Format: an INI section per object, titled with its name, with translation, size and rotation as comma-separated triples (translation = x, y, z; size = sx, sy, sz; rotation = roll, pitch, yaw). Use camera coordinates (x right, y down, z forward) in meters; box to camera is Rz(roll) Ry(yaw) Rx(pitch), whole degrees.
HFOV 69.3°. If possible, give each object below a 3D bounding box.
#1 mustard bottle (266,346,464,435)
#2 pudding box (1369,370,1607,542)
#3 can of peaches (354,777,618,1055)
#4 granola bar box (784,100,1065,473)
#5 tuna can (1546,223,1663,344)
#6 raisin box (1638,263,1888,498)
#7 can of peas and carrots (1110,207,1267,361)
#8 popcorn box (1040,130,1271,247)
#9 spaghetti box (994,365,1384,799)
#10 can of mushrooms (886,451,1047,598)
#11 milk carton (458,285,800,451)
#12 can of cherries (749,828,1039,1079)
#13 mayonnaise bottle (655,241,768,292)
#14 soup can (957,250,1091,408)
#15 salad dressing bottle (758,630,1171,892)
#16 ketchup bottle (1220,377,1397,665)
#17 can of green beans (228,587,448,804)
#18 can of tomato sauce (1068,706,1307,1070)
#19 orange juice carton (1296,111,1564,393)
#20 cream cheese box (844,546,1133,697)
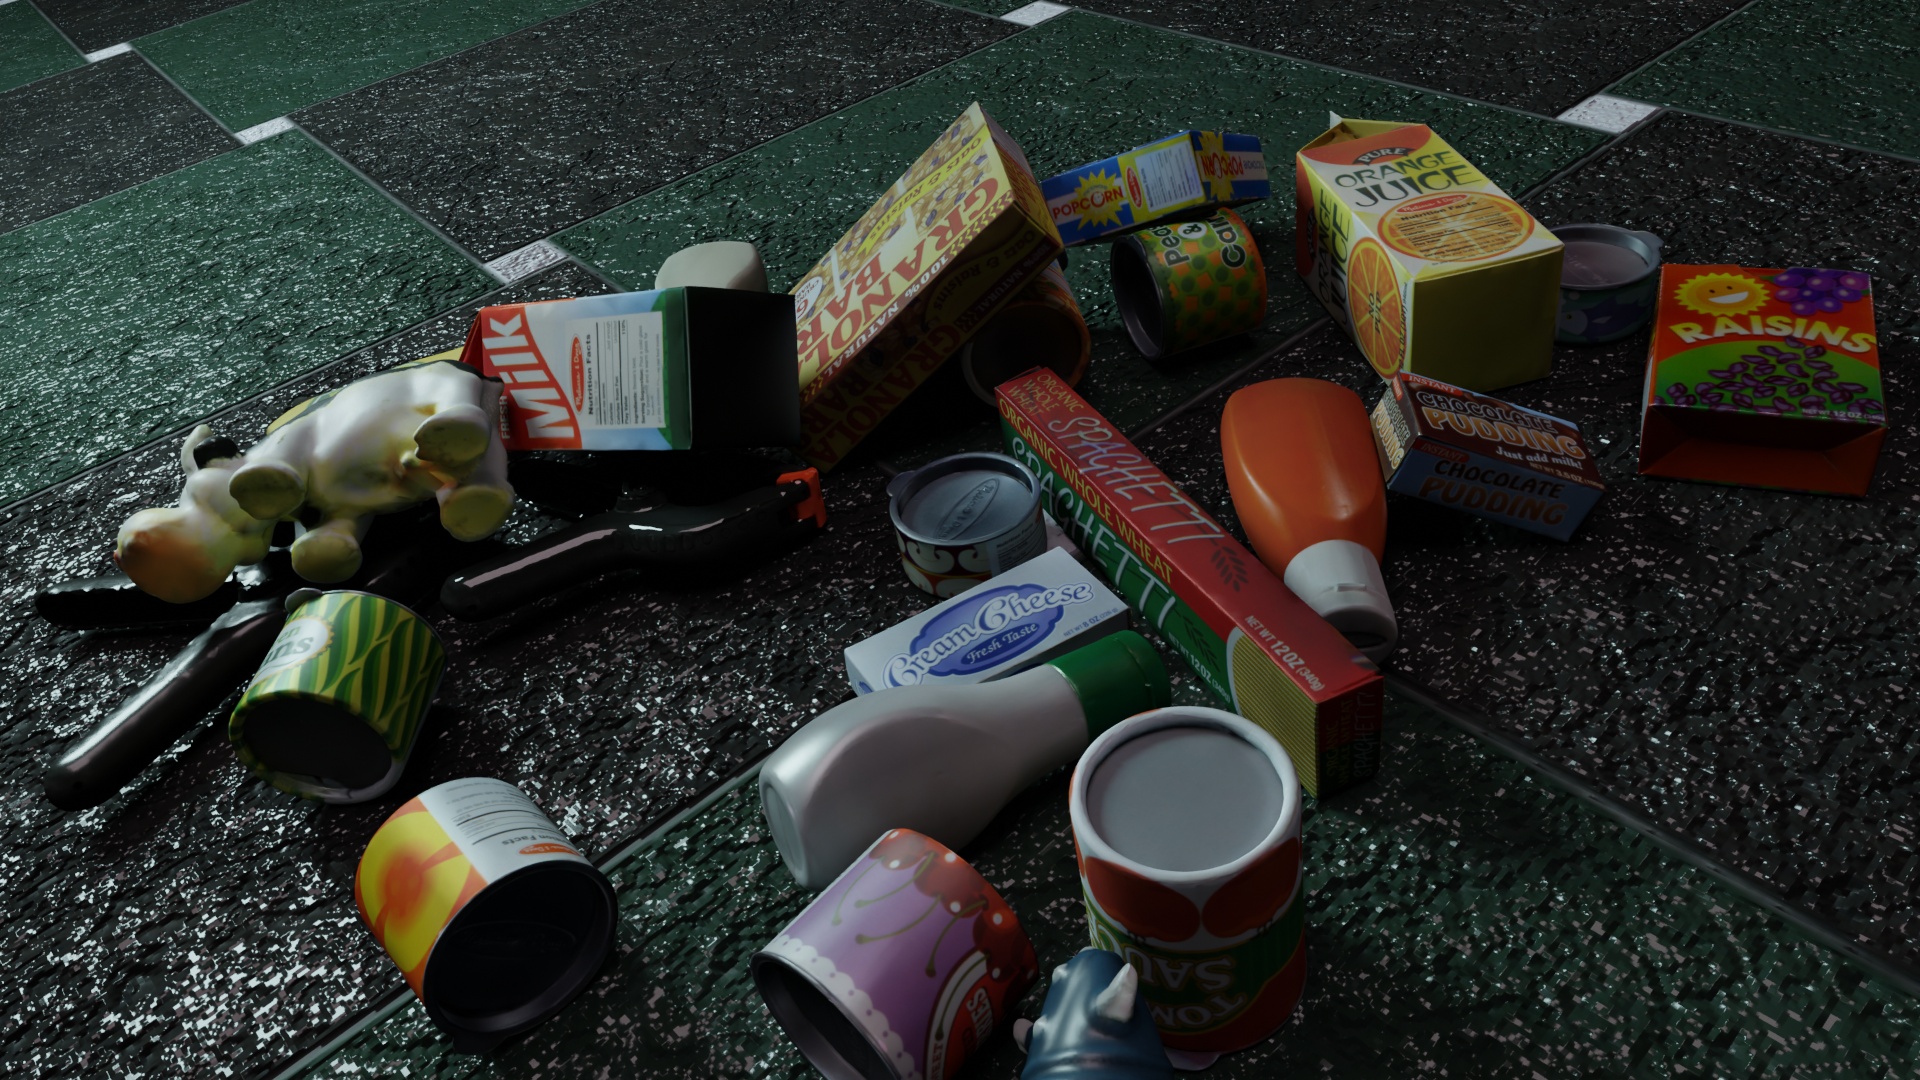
[mustard bottle]
translation = -0.286, -0.072, 0.752
size = 0.161, 0.048, 0.065
rotation = -29, 43, -21
[pudding box]
translation = 0.214, -0.035, 0.567
size = 0.084, 0.030, 0.050
rotation = 16, 39, -7
[can of peaches]
translation = -0.159, 0.123, 0.461
size = 0.071, 0.071, 0.058
rotation = -35, 43, -27
[granola bar box]
translation = -0.029, -0.127, 0.695
size = 0.165, 0.039, 0.125
rotation = -41, 33, 21
[tuna can]
translation = 0.308, -0.127, 0.683
size = 0.071, 0.032, 0.071
rotation = -7, 38, 6
[raisin box]
translation = 0.344, -0.074, 0.601
size = 0.086, 0.040, 0.124
rotation = 8, 41, 24
[can of peas and carrots]
translation = 0.116, -0.133, 0.709
size = 0.059, 0.070, 0.071
rotation = -18, 38, -10
[popcorn box]
translation = 0.110, -0.191, 0.754
size = 0.085, 0.038, 0.127
rotation = -11, 8, 29
[spaghetti box]
translation = 0.080, 0.004, 0.561
size = 0.029, 0.050, 0.251
rotation = -22, 39, -14
[can of mushrooms]
translation = 0.002, -0.008, 0.610
size = 0.071, 0.033, 0.071
rotation = -7, 39, 6
[milk carton]
translation = -0.171, -0.080, 0.679
size = 0.190, 0.073, 0.072
rotation = 2, 6, 36
[can of cherries]
translation = -0.017, 0.131, 0.414
size = 0.071, 0.071, 0.059
rotation = 23, 48, 37
[mayonnaise bottle]
translation = -0.148, -0.117, 0.782
size = 0.065, 0.041, 0.149
rotation = -8, 39, 7
[soup can]
translation = 0.029, -0.116, 0.712
size = 0.071, 0.071, 0.084
rotation = -12, 38, -1
[salad dressing bottle]
translation = 0.005, 0.073, 0.488
size = 0.148, 0.064, 0.044
rotation = -19, 18, -23
[ketchup bottle]
translation = 0.145, -0.010, 0.567
size = 0.065, 0.043, 0.149
rotation = 0, 39, 3
[can of green beans]
translation = -0.248, 0.063, 0.557
size = 0.071, 0.071, 0.058
rotation = -6, 38, 7
[can of tomato sauce]
translation = 0.068, 0.102, 0.413
size = 0.071, 0.082, 0.071
rotation = -7, 37, 6
[orange juice carton]
translation = 0.222, -0.152, 0.705
size = 0.073, 0.071, 0.193
rotation = -13, 38, -2
[cream cheese box]
translation = 0.011, 0.043, 0.550
size = 0.104, 0.024, 0.053
rotation = -25, 38, -18
